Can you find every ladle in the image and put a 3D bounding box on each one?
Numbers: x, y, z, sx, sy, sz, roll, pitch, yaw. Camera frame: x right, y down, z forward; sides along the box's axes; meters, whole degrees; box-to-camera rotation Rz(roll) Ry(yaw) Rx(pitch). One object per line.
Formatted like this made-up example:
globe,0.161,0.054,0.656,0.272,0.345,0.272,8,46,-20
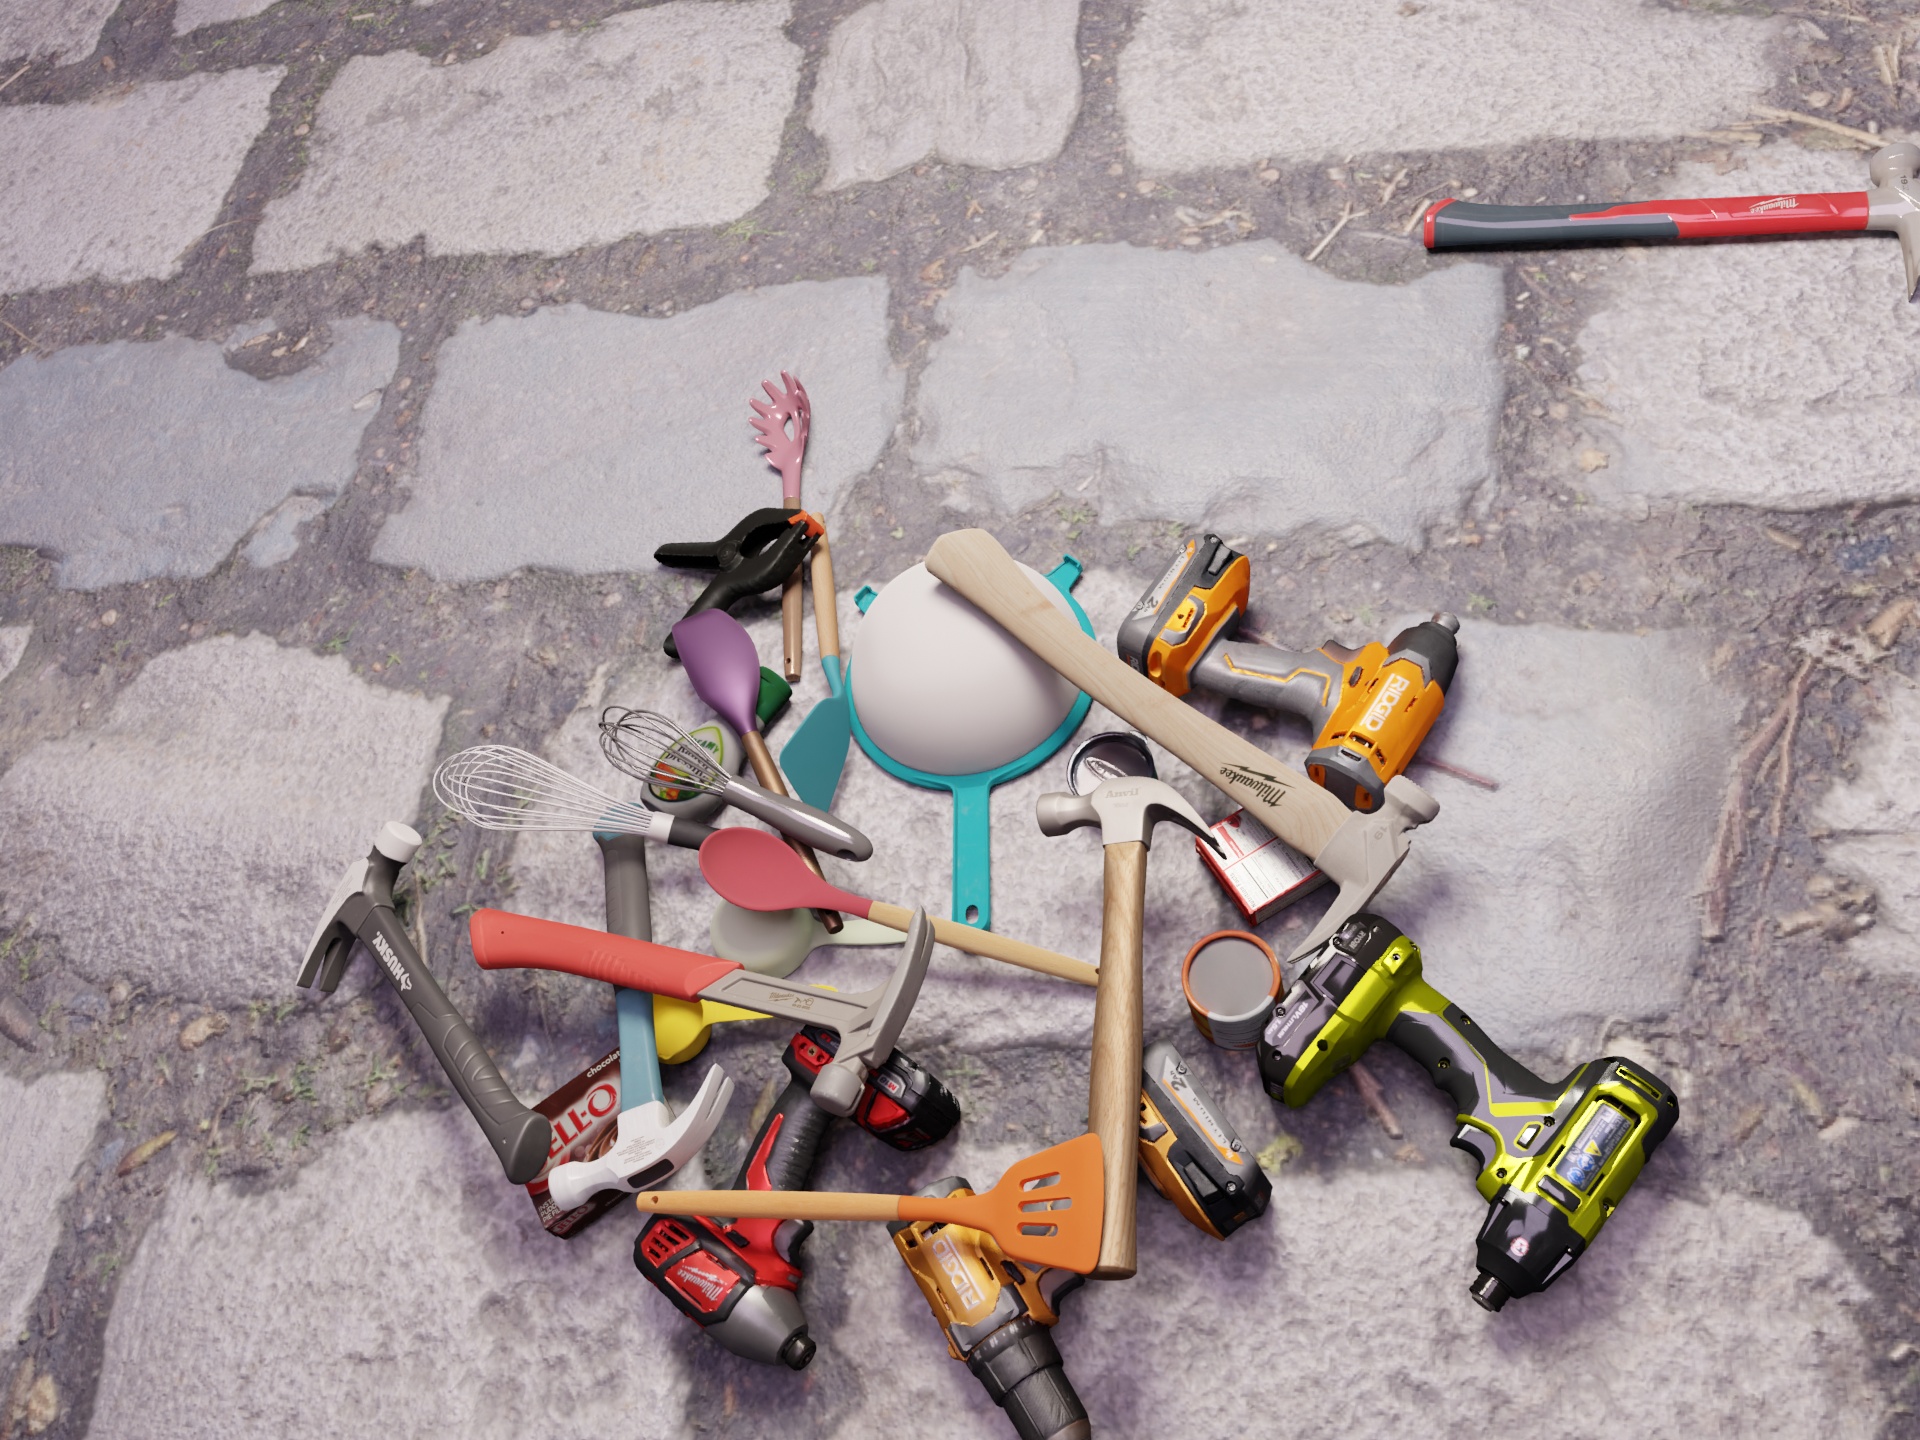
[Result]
ladle,-0.039,0.142,1.140,0.315,0.031,0.069,16,47,9

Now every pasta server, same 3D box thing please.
pasta server,-0.153,-0.174,1.396,0.060,0.040,0.316,-21,56,27

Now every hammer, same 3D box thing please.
hammer,0.585,-0.406,1.322,0.386,0.038,0.143,3,62,17
hammer,-0.393,0.222,1.178,0.335,0.035,0.146,39,97,39
hammer,0.103,0.183,1.010,0.130,0.031,0.332,-10,55,24
hammer,-0.243,0.191,1.170,0.128,0.033,0.331,-20,46,3
hammer,0.127,-0.003,1.133,0.411,0.038,0.146,38,92,22
hammer,-0.198,0.170,1.123,0.359,0.036,0.149,8,54,27

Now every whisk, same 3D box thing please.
whisk,-0.171,0.049,1.192,0.239,0.055,0.055,24,68,12
whisk,-0.261,0.074,1.220,0.284,0.070,0.070,14,62,-5

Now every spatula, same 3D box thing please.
spatula,-0.062,0.302,0.994,0.322,0.041,0.081,-5,61,19
spatula,-0.153,0.031,1.240,0.060,0.018,0.316,-22,59,-9
spatula,-0.119,-0.064,1.299,0.044,0.082,0.318,-19,46,11

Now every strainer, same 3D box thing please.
strainer,-0.002,-0.004,1.215,0.211,0.095,0.341,-8,57,12

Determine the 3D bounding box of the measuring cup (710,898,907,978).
measuring cup,-0.108,0.153,1.185,0.167,0.038,0.083,-5,59,15

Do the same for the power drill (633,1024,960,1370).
power drill,-0.105,0.315,1.068,0.143,0.078,0.220,30,75,30

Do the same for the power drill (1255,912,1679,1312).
power drill,0.303,0.240,0.995,0.223,0.080,0.171,35,74,27

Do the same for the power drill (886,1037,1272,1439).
power drill,0.086,0.332,1.000,0.226,0.084,0.186,-35,57,-1

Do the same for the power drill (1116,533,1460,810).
power drill,0.250,-0.050,1.182,0.227,0.084,0.164,30,71,24

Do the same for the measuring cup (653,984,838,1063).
measuring cup,-0.163,0.218,1.172,0.156,0.029,0.062,-9,55,5
